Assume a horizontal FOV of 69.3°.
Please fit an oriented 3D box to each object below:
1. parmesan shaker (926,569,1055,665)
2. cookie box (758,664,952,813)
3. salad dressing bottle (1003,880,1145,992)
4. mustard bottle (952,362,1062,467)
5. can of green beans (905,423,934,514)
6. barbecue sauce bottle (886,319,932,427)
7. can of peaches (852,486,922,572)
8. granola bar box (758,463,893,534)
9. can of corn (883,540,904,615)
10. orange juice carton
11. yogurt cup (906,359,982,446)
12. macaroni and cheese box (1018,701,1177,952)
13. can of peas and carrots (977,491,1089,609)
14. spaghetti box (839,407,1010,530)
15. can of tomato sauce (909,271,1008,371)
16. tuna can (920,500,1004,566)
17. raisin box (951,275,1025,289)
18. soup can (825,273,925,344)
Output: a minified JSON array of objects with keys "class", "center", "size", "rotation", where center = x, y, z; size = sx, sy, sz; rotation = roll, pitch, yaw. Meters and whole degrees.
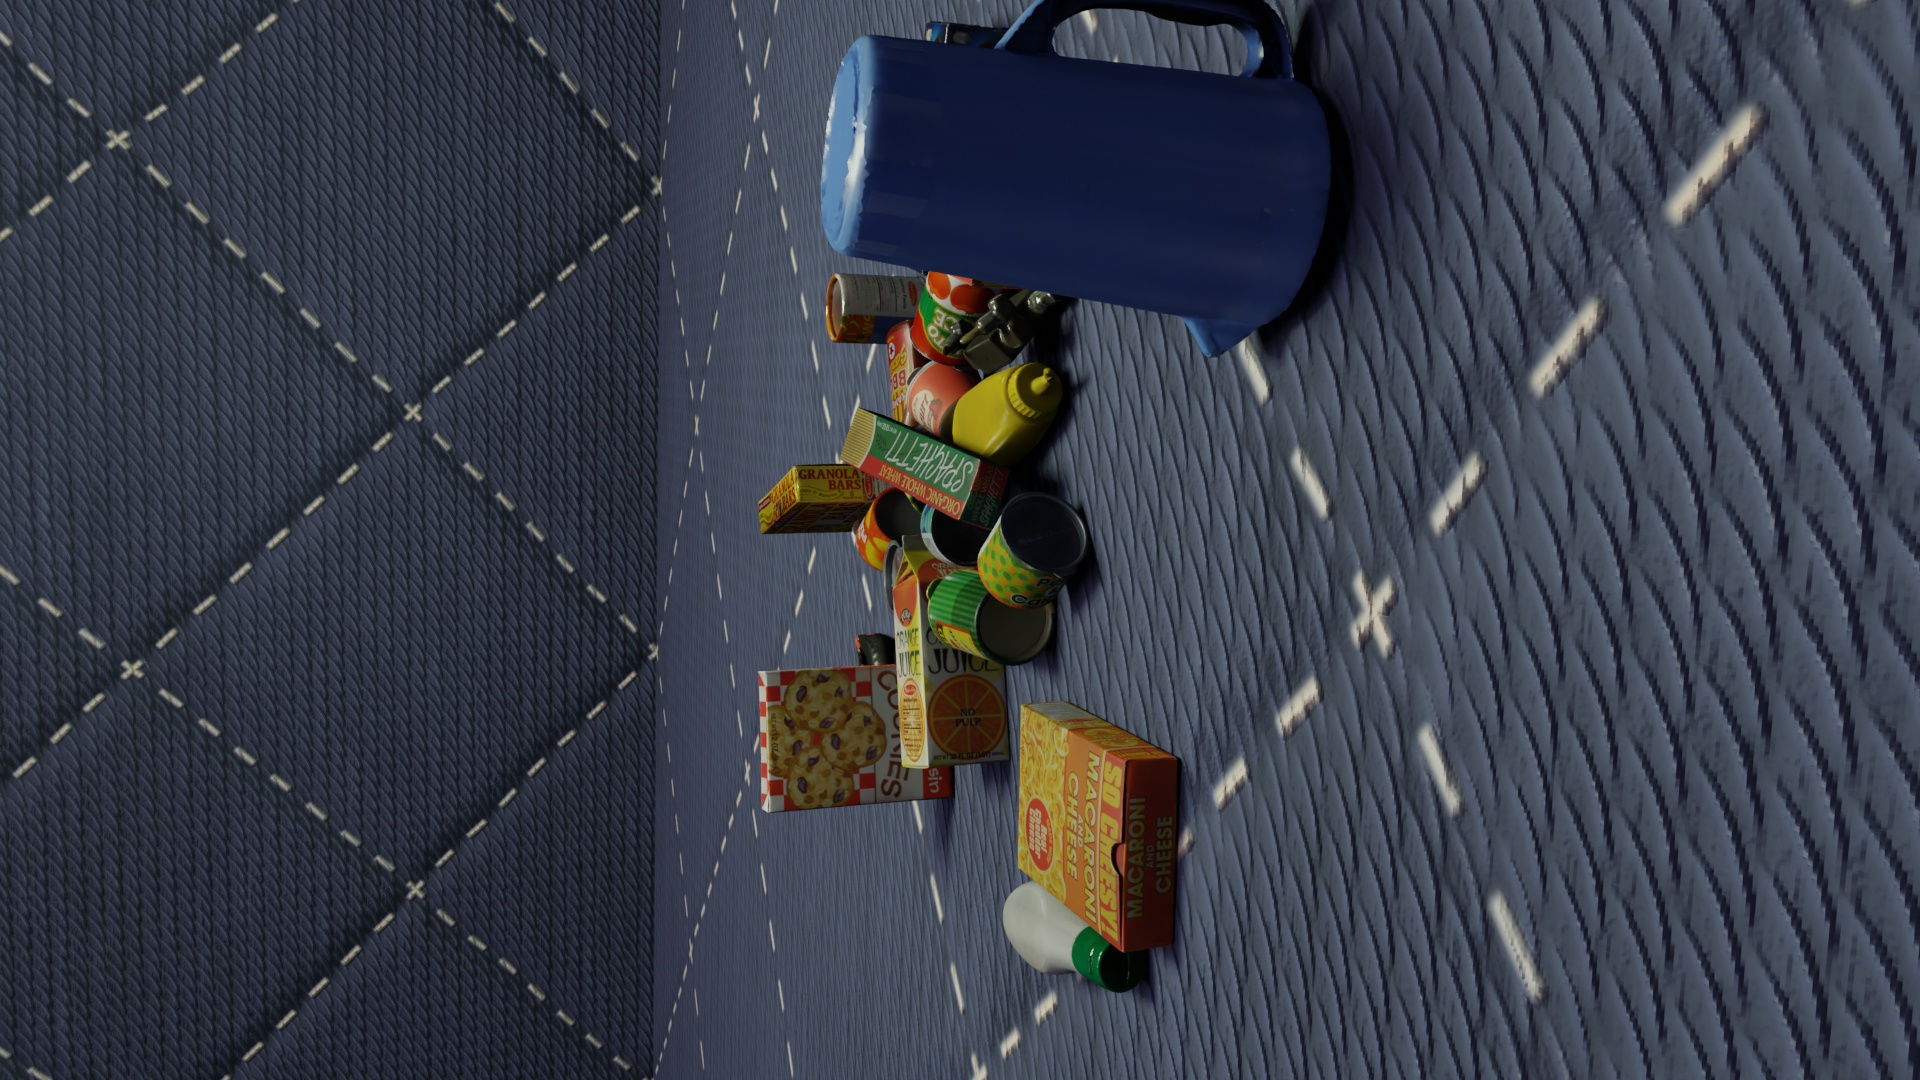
[{"class":"parmesan shaker","center":[0.020,0.057,1.068],"size":[0.103,0.071,0.071],"rotation":[-173,83,-70]},{"class":"cookie box","center":[-0.093,0.174,1.242],"size":[0.040,0.168,0.123],"rotation":[164,105,-72]},{"class":"salad dressing bottle","center":[0.077,0.275,0.960],"size":[0.147,0.044,0.064],"rotation":[177,92,-69]},{"class":"mustard bottle","center":[0.040,-0.098,1.043],"size":[0.159,0.049,0.065],"rotation":[147,113,-66]},{"class":"can of green beans","center":[-0.021,-0.059,1.186],"size":[0.058,0.071,0.071],"rotation":[-123,37,-55]},{"class":"barbecue sauce bottle","center":[-0.039,-0.123,1.268],"size":[0.064,0.044,0.148],"rotation":[155,112,-66]},{"class":"can of peaches","center":[-0.060,-0.011,1.289],"size":[0.057,0.071,0.071],"rotation":[127,138,-58]},{"class":"granola bar box","center":[-0.122,-0.041,1.379],"size":[0.165,0.124,0.039],"rotation":[152,115,-67]},{"class":"can of corn","center":[-0.031,0.031,1.226],"size":[0.071,0.058,0.071],"rotation":[-179,89,-70]},{"class":"orange juice carton","center":[-0.010,0.089,1.152],"size":[0.073,0.072,0.193],"rotation":[158,110,-68]},{"class":"yogurt cup","center":[-0.004,-0.110,1.146],"size":[0.054,0.072,0.072],"rotation":[54,141,45]},{"class":"macaroni and cheese box","center":[0.087,0.186,0.933],"size":[0.166,0.040,0.123],"rotation":[-164,74,-69]},{"class":"can of peas and carrots","center":[0.052,0.010,0.990],"size":[0.058,0.071,0.071],"rotation":[119,145,-54]},{"class":"spaghetti box","center":[-0.034,-0.062,1.108],"size":[0.250,0.029,0.050],"rotation":[29,101,61]},{"class":"can of tomato sauce","center":[0.001,-0.191,1.123],"size":[0.082,0.071,0.071],"rotation":[110,151,-43]},{"class":"tuna can","center":[0.004,-0.014,1.123],"size":[0.033,0.071,0.071],"rotation":[180,90,-71]},{"class":"raisin box","center":[0.052,-0.187,0.902],"size":[0.086,0.123,0.040],"rotation":[-134,46,-62]},{"class":"soup can","center":[-0.081,-0.218,1.320],"size":[0.071,0.084,0.071],"rotation":[180,89,-70]}]
